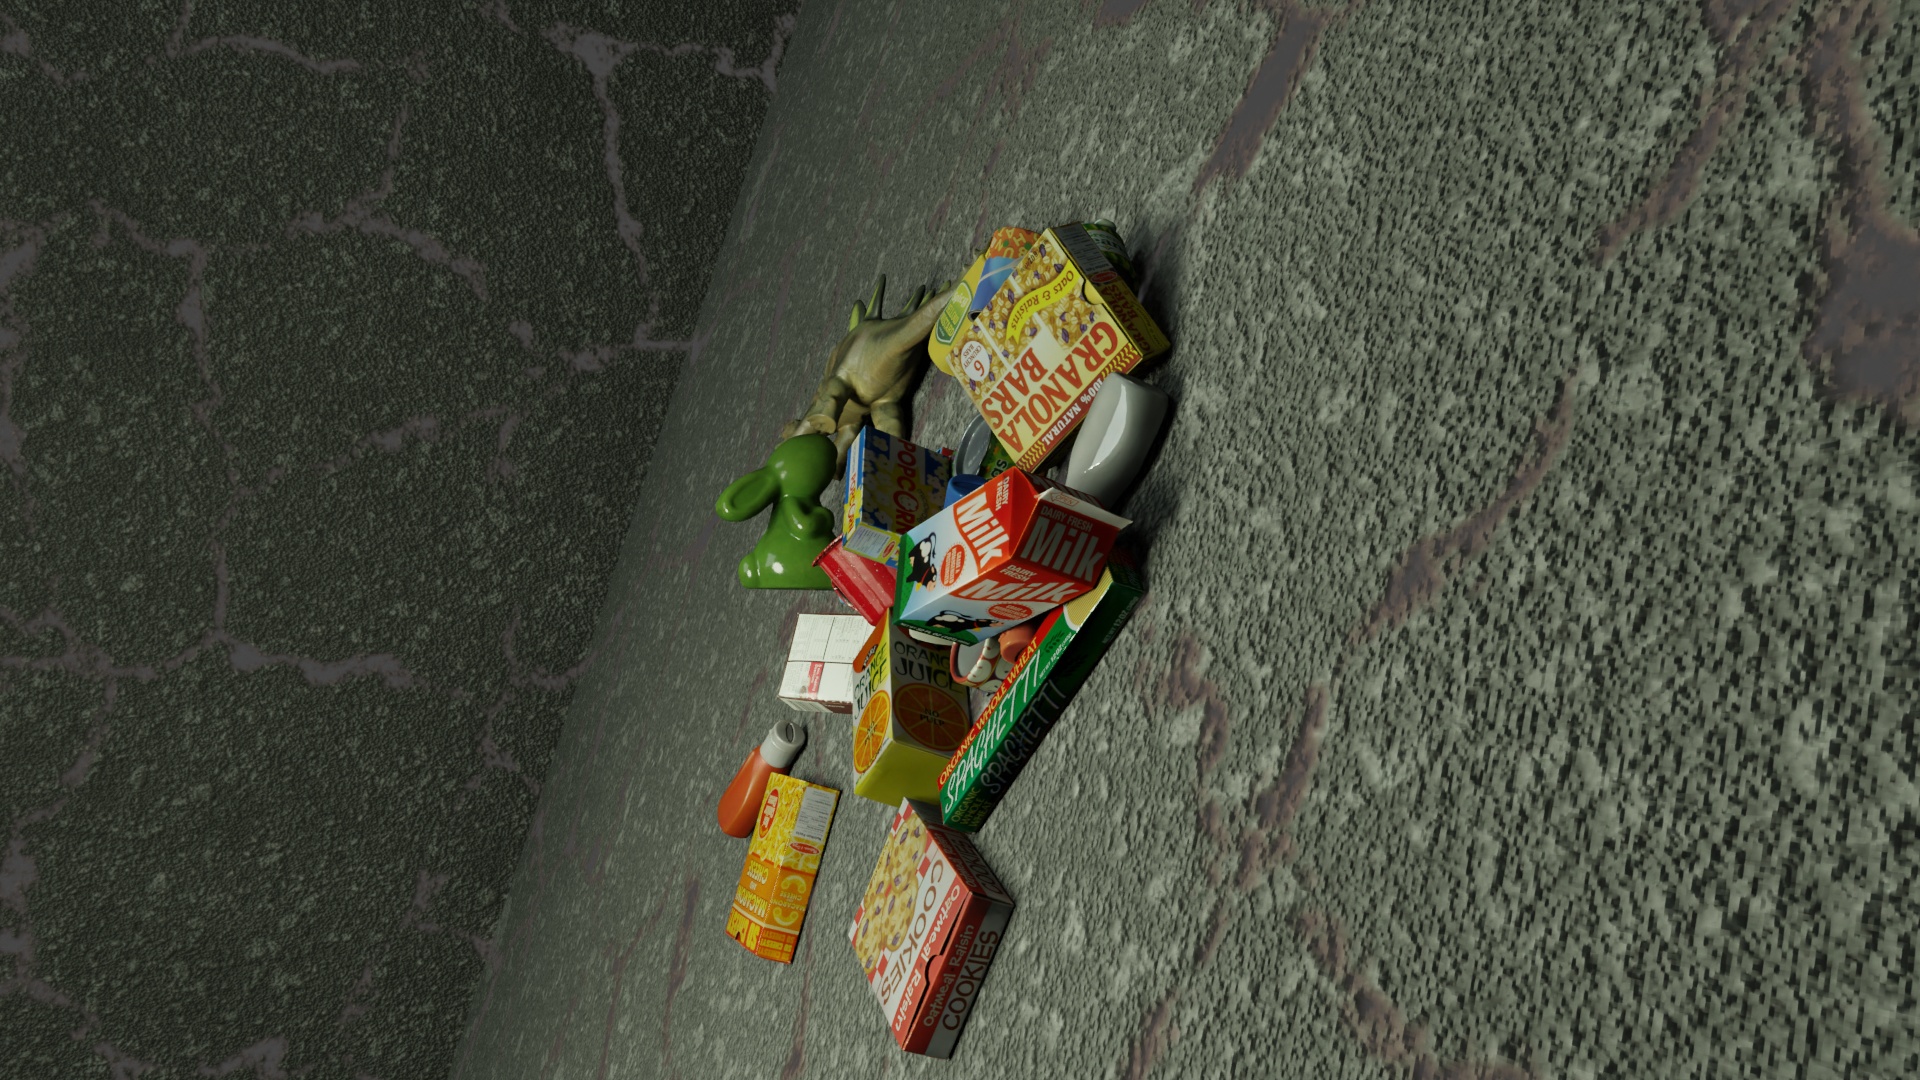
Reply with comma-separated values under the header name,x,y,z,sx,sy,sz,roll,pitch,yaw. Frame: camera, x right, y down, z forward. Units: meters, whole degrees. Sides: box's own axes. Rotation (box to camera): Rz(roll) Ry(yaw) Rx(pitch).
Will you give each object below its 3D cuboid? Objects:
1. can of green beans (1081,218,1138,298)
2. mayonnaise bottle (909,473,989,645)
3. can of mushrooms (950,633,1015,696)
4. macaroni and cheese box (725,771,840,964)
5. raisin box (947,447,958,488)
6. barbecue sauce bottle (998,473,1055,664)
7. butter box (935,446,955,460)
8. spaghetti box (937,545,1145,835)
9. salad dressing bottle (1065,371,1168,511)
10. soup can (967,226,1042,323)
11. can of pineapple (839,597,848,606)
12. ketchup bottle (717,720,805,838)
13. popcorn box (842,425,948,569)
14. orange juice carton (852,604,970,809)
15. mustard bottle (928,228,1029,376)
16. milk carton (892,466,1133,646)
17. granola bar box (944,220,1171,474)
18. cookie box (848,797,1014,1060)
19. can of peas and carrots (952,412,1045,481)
name,x,y,z,sx,sy,sz,roll,pitch,yaw
can of green beans,0.105,-0.211,1.107,0.071,0.071,0.058,-57,25,31
mayonnaise bottle,-0.003,0.017,1.119,0.041,0.065,0.147,-93,12,-55
can of mushrooms,0.020,0.087,1.092,0.070,0.033,0.071,-49,29,41
macaroni and cheese box,-0.177,0.315,1.357,0.123,0.040,0.167,-13,59,66
raisin box,0.004,-0.015,1.216,0.085,0.040,0.124,-61,21,21
barbecue sauce bottle,0.050,0.023,1.062,0.064,0.044,0.149,124,156,-49
butter box,-0.035,-0.050,1.363,0.103,0.024,0.053,-32,42,58
spaghetti box,0.052,0.111,0.998,0.249,0.029,0.050,-58,23,27
salad dressing bottle,0.100,-0.047,1.006,0.147,0.044,0.064,-66,27,14
soup can,0.052,-0.233,1.261,0.071,0.071,0.084,-2,69,68
can of pineapple,-0.078,0.040,1.341,0.070,0.058,0.071,-50,28,41
ketchup bottle,-0.216,0.255,1.503,0.148,0.043,0.065,-56,26,31
popcorn box,-0.055,-0.034,1.201,0.038,0.085,0.127,-52,26,38
orange juice carton,-0.043,0.126,1.155,0.071,0.073,0.194,-56,24,33
mustard bottle,0.023,-0.236,1.351,0.159,0.049,0.065,-60,35,25
milk carton,0.033,0.008,0.972,0.190,0.072,0.074,-30,49,49
granola bar box,0.070,-0.145,1.076,0.124,0.039,0.164,56,137,12
cookie box,-0.027,0.280,1.022,0.122,0.040,0.168,-68,21,5
can of peas and carrots,0.035,-0.067,1.160,0.070,0.059,0.071,-50,29,42
